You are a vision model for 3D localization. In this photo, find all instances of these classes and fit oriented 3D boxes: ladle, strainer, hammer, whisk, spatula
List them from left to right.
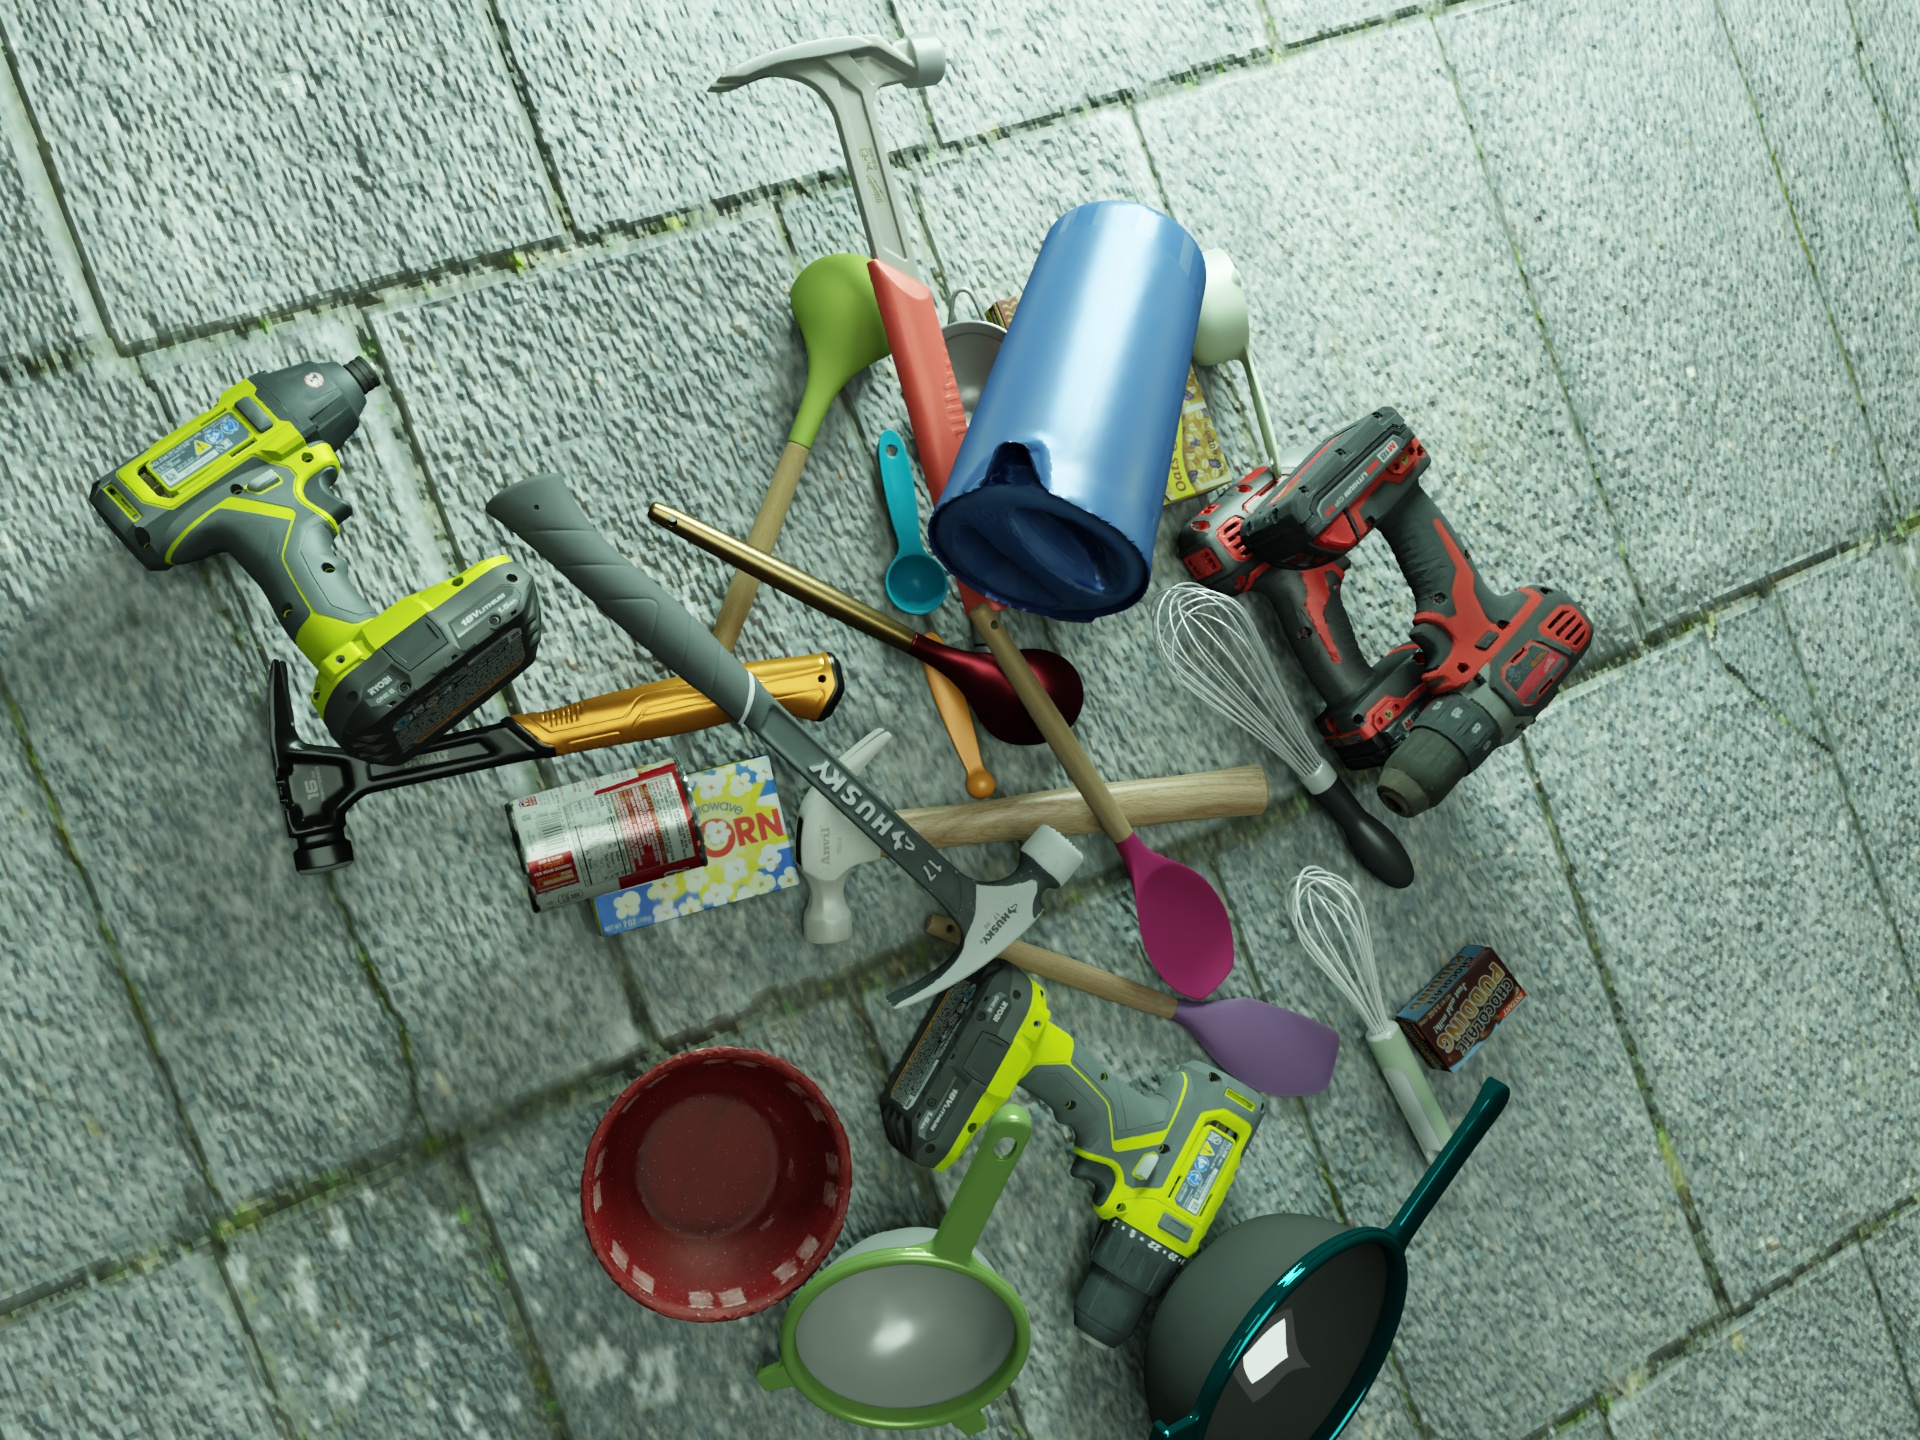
[{"bbox_3d":[-0.237,-0.003,0.959,0.337,0.034,0.127,-11,90,-13],"label":"hammer"},{"bbox_3d":[-0.117,0.004,0.952,0.408,0.036,0.149,43,83,-10],"label":"hammer"},{"bbox_3d":[-0.115,-0.150,1.021,0.078,0.062,0.320,21,87,-15],"label":"ladle"},{"bbox_3d":[-0.054,-0.063,1.011,0.315,0.031,0.069,26,102,-18],"label":"ladle"},{"bbox_3d":[-0.037,-0.237,0.989,0.149,0.037,0.359,-20,101,-23],"label":"hammer"},{"bbox_3d":[-0.016,0.316,0.959,0.151,0.069,0.256,18,114,-12],"label":"strainer"},{"bbox_3d":[0.012,-0.152,1.054,0.087,0.050,0.258,-2,93,11],"label":"strainer"},{"bbox_3d":[0.053,0.060,1.048,0.331,0.031,0.130,-6,101,-19],"label":"hammer"},{"bbox_3d":[0.120,0.189,1.073,0.315,0.018,0.060,22,78,-15],"label":"spatula"},{"bbox_3d":[0.227,0.015,1.098,0.070,0.070,0.284,-46,106,-14],"label":"whisk"},{"bbox_3d":[0.228,0.351,1.041,0.340,0.095,0.210,-47,135,-16],"label":"strainer"},{"bbox_3d":[0.290,0.210,1.110,0.059,0.058,0.246,-37,103,-46],"label":"whisk"}]

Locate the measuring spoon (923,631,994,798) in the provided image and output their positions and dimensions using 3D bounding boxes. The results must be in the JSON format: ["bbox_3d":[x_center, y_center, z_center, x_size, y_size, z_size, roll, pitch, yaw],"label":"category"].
[{"bbox_3d":[-0.002,-0.003,1.053,0.021,0.011,0.117,-20,93,-17],"label":"measuring spoon"}]

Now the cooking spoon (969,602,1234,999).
[{"bbox_3d":[0.093,0.055,1.035,0.069,0.017,0.318,-41,111,-21],"label":"cooking spoon"}]

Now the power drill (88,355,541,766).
[{"bbox_3d":[-0.349,-0.099,0.901,0.223,0.080,0.171,44,68,9],"label":"power drill"}]

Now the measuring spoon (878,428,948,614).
[{"bbox_3d":[-0.038,-0.129,1.052,0.042,0.021,0.129,-7,79,-16],"label":"measuring spoon"}]

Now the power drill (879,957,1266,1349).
[{"bbox_3d":[0.067,0.276,1.023,0.228,0.080,0.190,34,78,-14],"label":"power drill"}]

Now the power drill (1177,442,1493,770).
[{"bbox_3d":[0.265,-0.085,1.108,0.143,0.078,0.219,-39,95,-16],"label":"power drill"}]

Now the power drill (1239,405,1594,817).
[{"bbox_3d":[0.287,-0.068,1.037,0.188,0.080,0.226,-45,96,-15],"label":"power drill"}]

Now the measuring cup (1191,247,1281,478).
[{"bbox_3d":[0.179,-0.238,1.081,0.038,0.083,0.168,-14,79,-3],"label":"measuring cup"}]
